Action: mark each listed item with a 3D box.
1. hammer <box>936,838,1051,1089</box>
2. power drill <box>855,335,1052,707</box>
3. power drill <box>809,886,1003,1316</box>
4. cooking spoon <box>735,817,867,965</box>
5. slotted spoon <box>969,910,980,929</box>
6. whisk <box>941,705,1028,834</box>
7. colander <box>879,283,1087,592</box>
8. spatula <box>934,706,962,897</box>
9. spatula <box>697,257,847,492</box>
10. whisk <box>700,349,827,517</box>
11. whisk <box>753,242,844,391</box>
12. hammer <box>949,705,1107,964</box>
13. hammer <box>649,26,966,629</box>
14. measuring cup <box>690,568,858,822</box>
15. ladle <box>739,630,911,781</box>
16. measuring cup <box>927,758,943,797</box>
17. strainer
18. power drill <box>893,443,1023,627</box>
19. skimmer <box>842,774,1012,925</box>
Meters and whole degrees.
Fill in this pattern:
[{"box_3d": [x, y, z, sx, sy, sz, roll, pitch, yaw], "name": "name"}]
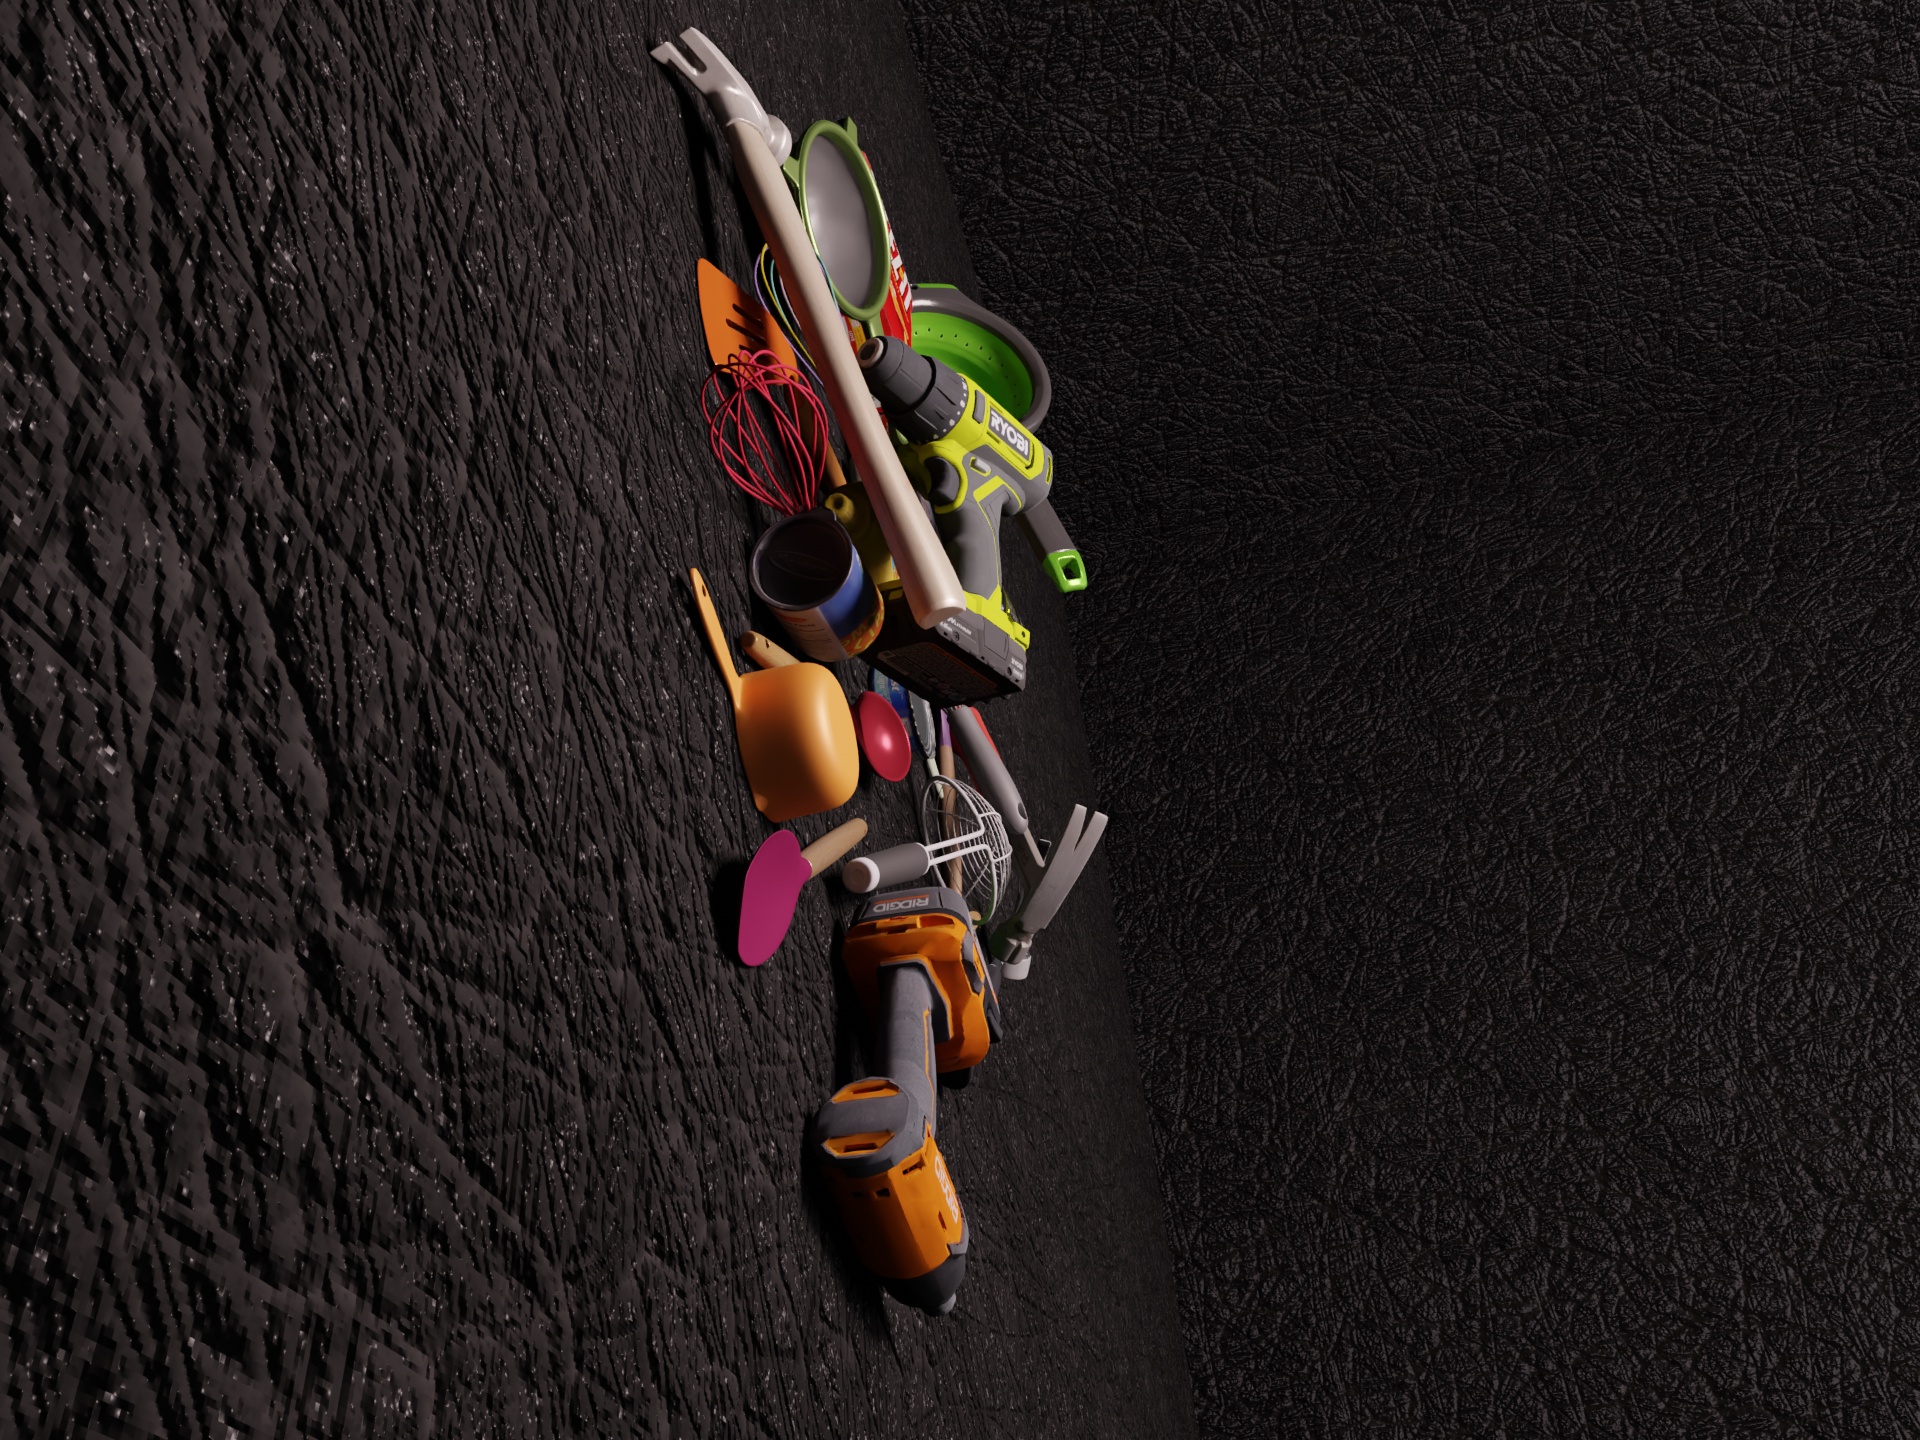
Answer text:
[{"box_3d": [0.030, 0.215, 1.377, 0.409, 0.036, 0.149, -48, 149, -76], "name": "hammer"}, {"box_3d": [-0.013, -0.142, 1.115, 0.190, 0.080, 0.229, 32, 55, -46], "name": "power drill"}, {"box_3d": [-0.026, 0.226, 0.941, 0.227, 0.084, 0.164, -82, 160, -56], "name": "power drill"}, {"box_3d": [-0.089, 0.083, 0.923, 0.319, 0.017, 0.069, -26, 123, -82], "name": "cooking spoon"}, {"box_3d": [-0.005, 0.181, 1.330, 0.313, 0.031, 0.070, 14, 52, -83], "name": "slotted spoon"}, {"box_3d": [-0.002, -0.005, 1.349, 0.239, 0.055, 0.055, 62, 1, 23], "name": "whisk"}, {"box_3d": [0.014, -0.262, 1.572, 0.397, 0.204, 0.094, 64, -32, 25], "name": "colander"}, {"box_3d": [-0.014, 0.049, 1.497, 0.059, 0.018, 0.316, 86, -1, -46], "name": "spatula"}, {"box_3d": [-0.122, -0.218, 1.143, 0.322, 0.041, 0.081, 65, 13, -73], "name": "spatula"}, {"box_3d": [-0.104, -0.140, 1.024, 0.295, 0.073, 0.073, 73, 8, -64], "name": "whisk"}, {"box_3d": [-0.078, -0.234, 1.146, 0.245, 0.051, 0.047, 65, 20, -11], "name": "whisk"}, {"box_3d": [0.040, 0.064, 1.426, 0.149, 0.036, 0.359, -61, -159, 17], "name": "hammer"}, {"box_3d": [-0.090, -0.249, 1.019, 0.411, 0.038, 0.146, 68, 14, 14], "name": "hammer"}, {"box_3d": [-0.100, -0.019, 0.879, 0.095, 0.052, 0.173, -93, 170, -48], "name": "measuring cup"}, {"box_3d": [-0.087, -0.012, 1.057, 0.315, 0.031, 0.069, 45, 31, -72], "name": "ladle"}, {"box_3d": [-0.024, -0.014, 1.444, 0.083, 0.038, 0.167, -21, 97, -82], "name": "measuring cup"}, {"box_3d": [-0.101, -0.335, 1.256, 0.151, 0.069, 0.256, -60, 140, -54], "name": "strainer"}, {"box_3d": [0.005, -0.155, 1.398, 0.171, 0.080, 0.223, 52, 24, -70], "name": "power drill"}, {"box_3d": [-0.038, 0.106, 1.173, 0.363, 0.090, 0.127, -2, 73, -73], "name": "skimmer"}]
